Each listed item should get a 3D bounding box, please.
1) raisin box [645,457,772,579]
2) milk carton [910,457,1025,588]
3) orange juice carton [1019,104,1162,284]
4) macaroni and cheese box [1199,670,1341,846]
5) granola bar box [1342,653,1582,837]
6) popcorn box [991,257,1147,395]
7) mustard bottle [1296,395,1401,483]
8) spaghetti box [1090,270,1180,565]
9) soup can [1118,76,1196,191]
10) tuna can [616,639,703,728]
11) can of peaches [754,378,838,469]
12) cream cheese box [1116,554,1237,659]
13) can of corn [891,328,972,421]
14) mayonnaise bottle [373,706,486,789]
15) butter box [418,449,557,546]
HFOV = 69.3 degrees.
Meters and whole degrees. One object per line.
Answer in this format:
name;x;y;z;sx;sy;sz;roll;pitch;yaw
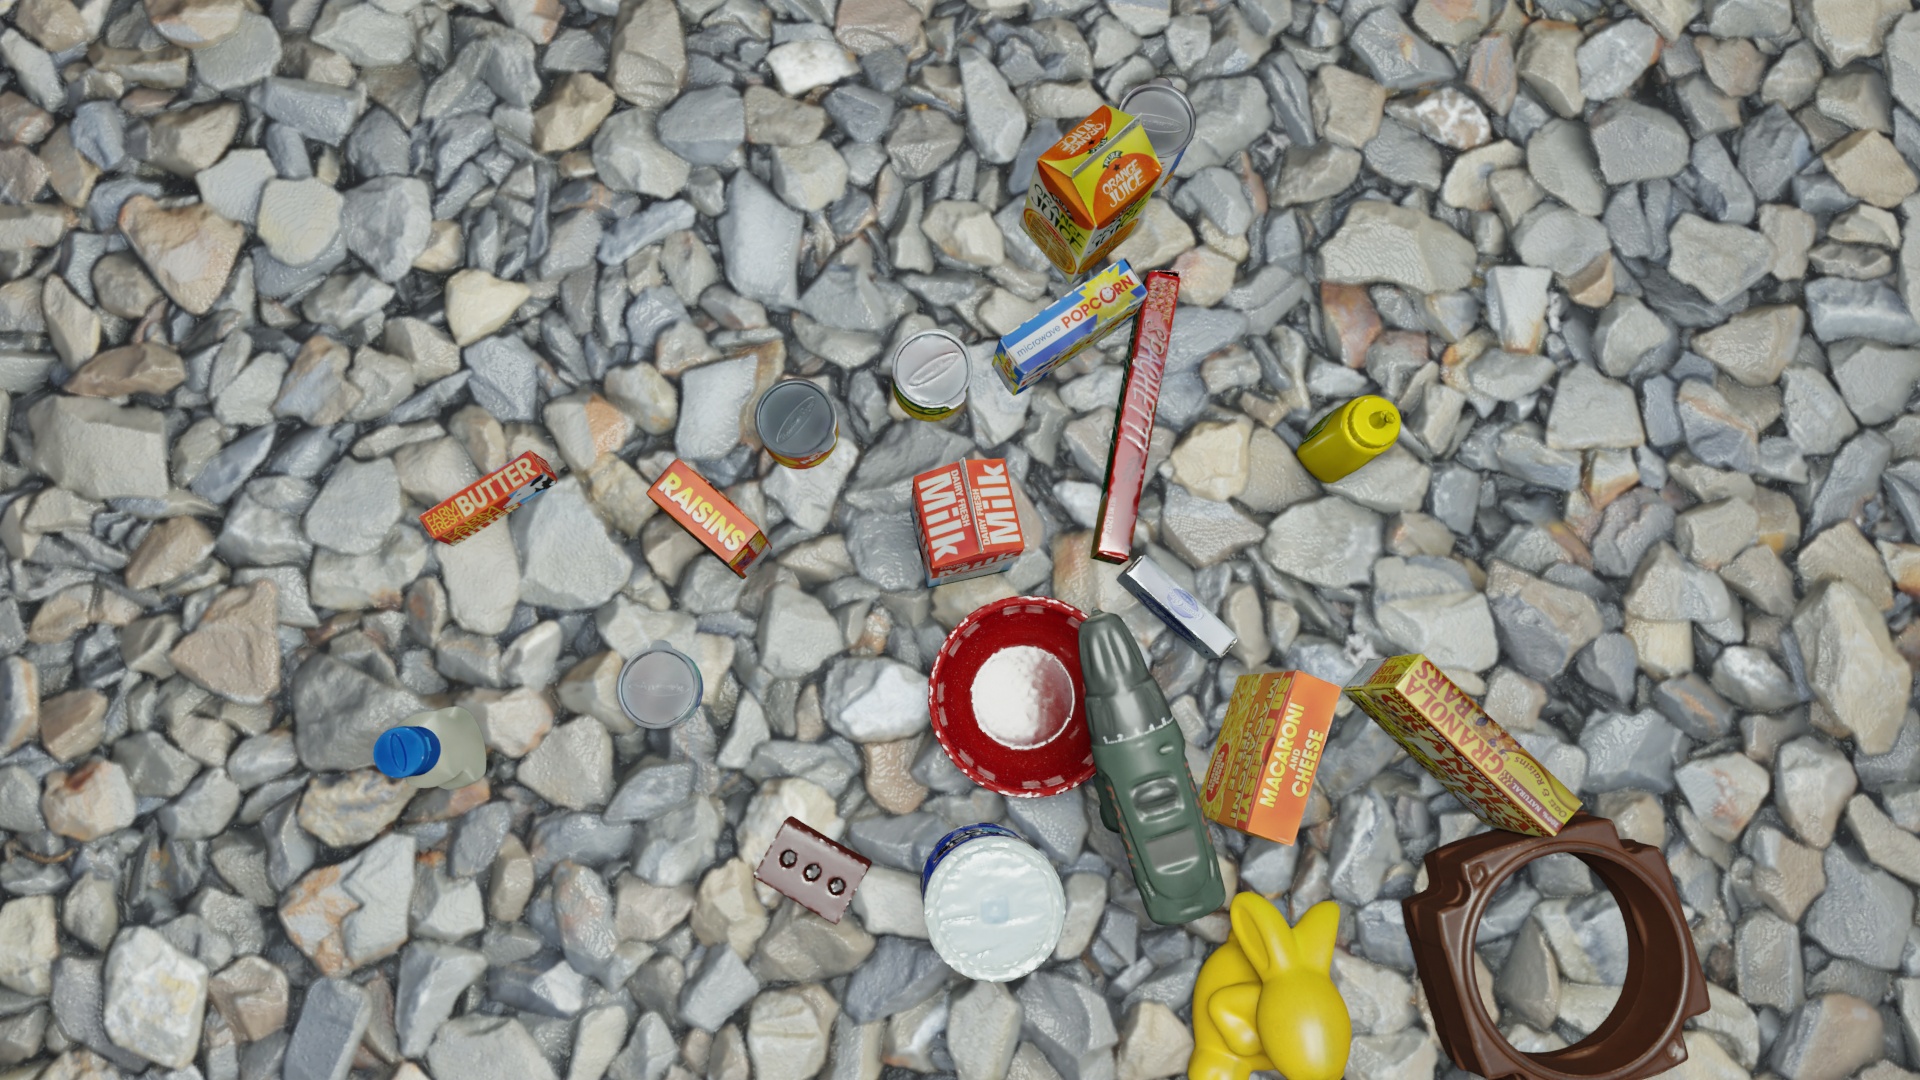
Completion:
raisin box;-0.196;-0.015;1.102;0.086;0.123;0.040;41;83;3
milk carton;0.004;-0.014;1.079;0.073;0.190;0.072;-12;83;-4
orange juice carton;0.104;-0.282;1.121;0.072;0.192;0.073;-40;86;-7
macaroni and cheese box;0.234;0.166;1.078;0.040;0.166;0.124;20;82;0
granola bar box;0.395;0.163;1.109;0.165;0.124;0.039;43;83;3
popcorn box;0.089;-0.176;1.159;0.127;0.085;0.038;-34;86;-7
mustard bottle;0.320;-0.088;1.122;0.049;0.160;0.065;44;83;3
spaghetti box;0.147;-0.104;1.170;0.029;0.050;0.250;11;82;-1
soup can;0.161;-0.344;1.187;0.071;0.083;0.071;0;82;-3
tuna can;-0.243;0.117;1.126;0.071;0.033;0.071;0;82;-3
can of peaches;-0.133;-0.094;1.149;0.071;0.058;0.071;0;82;-3
cream cheese box;0.178;0.056;1.148;0.104;0.053;0.024;42;83;3
can of corn;-0.023;-0.135;1.161;0.071;0.058;0.071;0;82;-3
mayonnaise bottle;-0.401;0.159;1.054;0.041;0.148;0.065;-17;84;-5
butter box;-0.382;-0.034;1.130;0.103;0.053;0.024;-33;85;-7
